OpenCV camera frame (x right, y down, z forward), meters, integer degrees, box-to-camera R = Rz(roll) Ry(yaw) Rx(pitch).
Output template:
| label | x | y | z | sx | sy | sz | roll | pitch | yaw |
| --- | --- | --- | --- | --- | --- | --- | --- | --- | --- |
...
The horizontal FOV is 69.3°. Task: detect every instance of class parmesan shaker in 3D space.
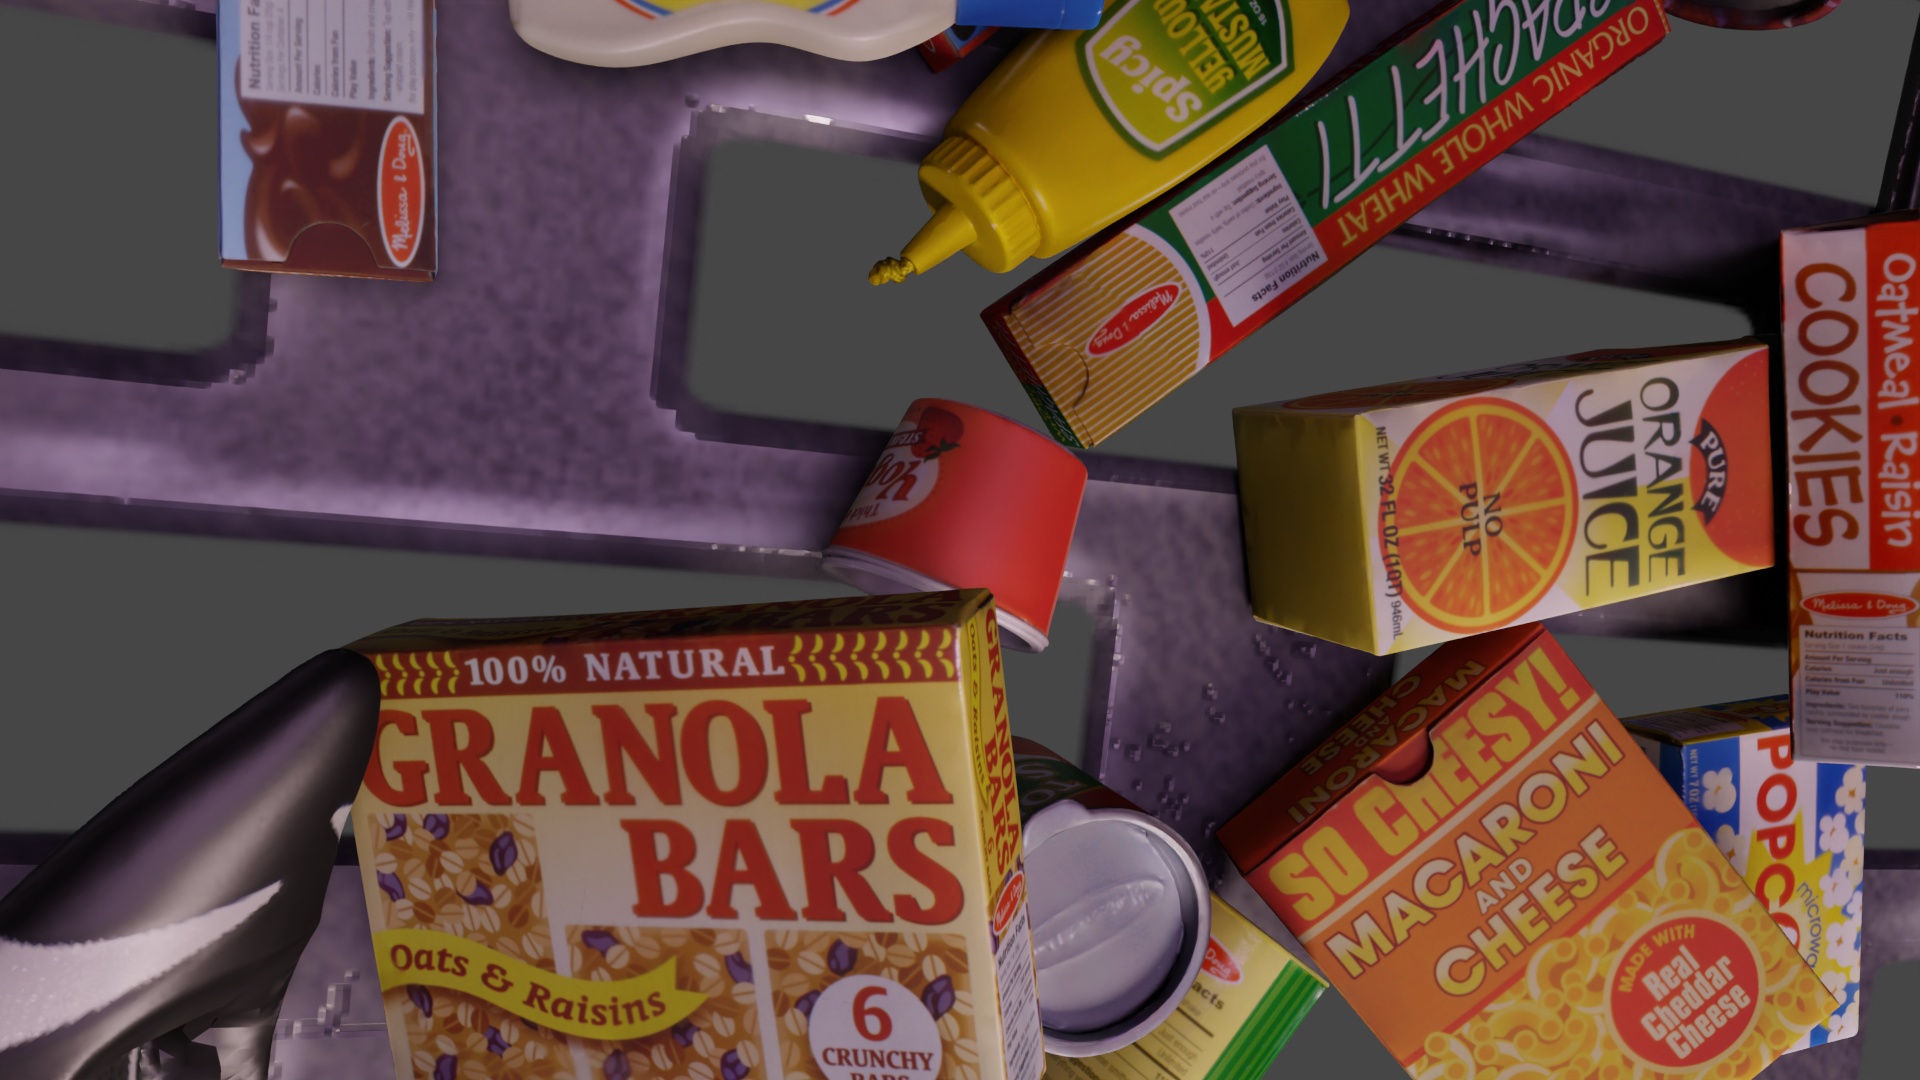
| label | x | y | z | sx | sy | sz | roll | pitch | yaw |
| --- | --- | --- | --- | --- | --- | --- | --- | --- | --- |
| parmesan shaker | 0.053 | 0.154 | 0.425 | 0.071 | 0.071 | 0.103 | 40 | 84 | -18 |

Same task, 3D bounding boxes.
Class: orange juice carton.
| label | x | y | z | sx | sy | sz | roll | pitch | yaw |
| --- | --- | --- | --- | --- | --- | --- | --- | --- | --- |
| orange juice carton | 0.190 | -0.020 | 0.447 | 0.193 | 0.073 | 0.071 | -10 | 99 | -18 |

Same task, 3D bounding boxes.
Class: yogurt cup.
| label | x | y | z | sx | sy | sz | roll | pitch | yaw |
| --- | --- | --- | --- | --- | --- | --- | --- | --- | --- |
| yogurt cup | 0.001 | -0.005 | 0.391 | 0.072 | 0.072 | 0.054 | 25 | 80 | -19 |

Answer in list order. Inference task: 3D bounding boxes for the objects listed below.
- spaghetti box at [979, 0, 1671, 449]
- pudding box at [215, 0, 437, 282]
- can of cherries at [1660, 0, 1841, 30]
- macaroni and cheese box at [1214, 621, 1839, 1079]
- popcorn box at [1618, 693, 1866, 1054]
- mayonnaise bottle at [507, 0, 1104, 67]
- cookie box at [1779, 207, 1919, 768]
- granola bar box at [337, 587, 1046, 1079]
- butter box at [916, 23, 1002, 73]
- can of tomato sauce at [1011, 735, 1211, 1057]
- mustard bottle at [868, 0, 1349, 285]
| label | x | y | z | sx | sy | sz | roll | pitch | yaw |
| --- | --- | --- | --- | --- | --- | --- | --- | --- | --- |
| spaghetti box | 0.120 | -0.117 | 0.436 | 0.250 | 0.028 | 0.050 | -36 | 105 | -12 |
| pudding box | -0.156 | -0.107 | 0.344 | 0.050 | 0.030 | 0.083 | 0 | 96 | -20 |
| can of cherries | 0.263 | -0.207 | 0.455 | 0.071 | 0.071 | 0.058 | 16 | 91 | -19 |
| macaroni and cheese box | 0.185 | 0.124 | 0.455 | 0.124 | 0.040 | 0.166 | -40 | 98 | 0 |
| popcorn box | 0.285 | 0.125 | 0.512 | 0.085 | 0.038 | 0.126 | -5 | 98 | -18 |
| mayonnaise bottle | -0.037 | -0.152 | 0.353 | 0.148 | 0.041 | 0.064 | 1 | 101 | -2 |
| cookie box | 0.301 | -0.023 | 0.466 | 0.123 | 0.040 | 0.167 | -17 | 104 | -56 |
| granola bar box | -0.067 | 0.079 | 0.344 | 0.165 | 0.039 | 0.124 | -4 | 98 | 17 |
| butter box | 0.019 | -0.186 | 0.397 | 0.104 | 0.024 | 0.053 | -41 | 106 | -11 |
| can of tomato sauce | 0.021 | 0.095 | 0.397 | 0.071 | 0.083 | 0.071 | -2 | 97 | -18 |
| mustard bottle | 0.038 | -0.120 | 0.397 | 0.160 | 0.049 | 0.065 | -42 | 103 | -10 |
